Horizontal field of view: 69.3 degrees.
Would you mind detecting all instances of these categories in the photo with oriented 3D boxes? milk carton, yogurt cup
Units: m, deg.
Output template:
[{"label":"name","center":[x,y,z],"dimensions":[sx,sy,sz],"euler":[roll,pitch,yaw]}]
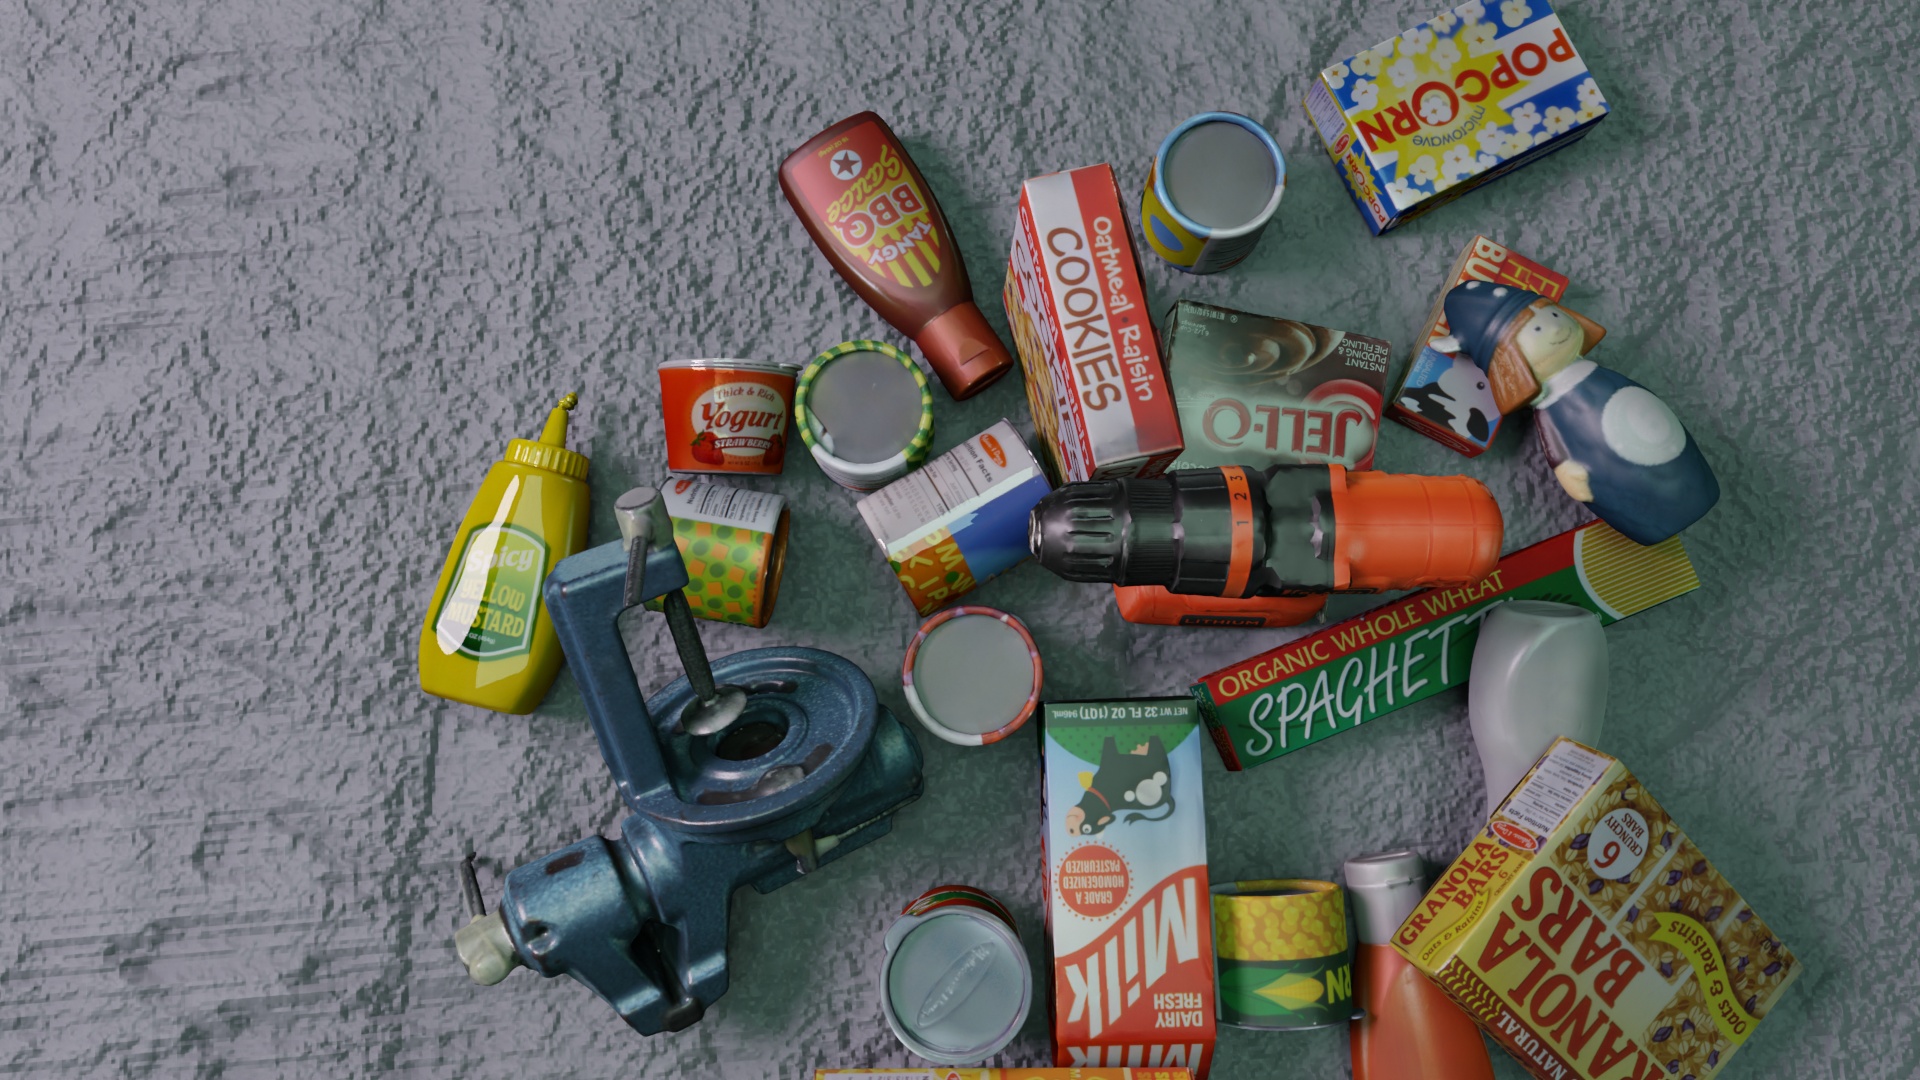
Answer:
[{"label":"milk carton","center":[0.075,0.169,0.645],"dimensions":[0.072,0.073,0.190],"euler":[-2,83,0]},{"label":"yogurt cup","center":[-0.114,-0.059,0.680],"dimensions":[0.072,0.072,0.054],"euler":[1,91,0]}]

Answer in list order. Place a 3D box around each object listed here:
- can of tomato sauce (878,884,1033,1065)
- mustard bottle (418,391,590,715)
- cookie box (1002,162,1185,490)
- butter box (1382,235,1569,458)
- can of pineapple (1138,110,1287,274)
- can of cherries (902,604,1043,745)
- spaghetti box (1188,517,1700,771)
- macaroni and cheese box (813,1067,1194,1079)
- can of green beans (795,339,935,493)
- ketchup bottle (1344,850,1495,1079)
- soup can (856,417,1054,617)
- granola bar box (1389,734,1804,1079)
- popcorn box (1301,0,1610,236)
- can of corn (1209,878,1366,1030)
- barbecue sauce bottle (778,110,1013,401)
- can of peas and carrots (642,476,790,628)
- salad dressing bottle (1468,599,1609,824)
[{"label":"can of tomato sauce","center":[-0.004,0.194,0.635],"dimensions":[0.071,0.083,0.071],"euler":[0,83,0]},{"label":"mustard bottle","center":[-0.214,0.002,0.677],"dimensions":[0.065,0.048,0.160],"euler":[13,83,-1]},{"label":"cookie box","center":[0.056,-0.081,0.631],"dimensions":[0.040,0.167,0.123],"euler":[-14,83,-3]},{"label":"butter box","center":[0.262,-0.099,0.707],"dimensions":[0.053,0.024,0.103],"euler":[28,83,3]},{"label":"can of pineapple","center":[0.125,-0.176,0.700],"dimensions":[0.071,0.058,0.071],"euler":[0,82,0]},{"label":"can of cherries","center":[0.007,0.062,0.666],"dimensions":[0.071,0.058,0.071],"euler":[0,83,0]},{"label":"spaghetti box","center":[0.238,0.047,0.685],"dimensions":[0.250,0.028,0.050],"euler":[-21,82,-4]},{"label":"macaroni and cheese box","center":[0.019,0.294,0.616],"dimensions":[0.166,0.040,0.123],"euler":[0,115,0]},{"label":"can of green beans","center":[-0.046,-0.060,0.682],"dimensions":[0.071,0.057,0.071],"euler":[0,82,-1]},{"label":"ketchup bottle","center":[0.213,0.224,0.653],"dimensions":[0.065,0.043,0.149],"euler":[-8,82,-4]},{"label":"soup can","center":[0.002,-0.008,0.674],"dimensions":[0.084,0.071,0.071],"euler":[-30,84,-3]},{"label":"granola bar box","center":[0.290,0.187,0.630],"dimensions":[0.165,0.039,0.124],"euler":[43,85,-19]},{"label":"popcorn box","center":[0.255,-0.225,0.717],"dimensions":[0.127,0.038,0.085],"euler":[-26,84,-4]},{"label":"can of corn","center":[0.149,0.191,0.645],"dimensions":[0.071,0.071,0.058],"euler":[-3,82,-1]},{"label":"barbecue sauce bottle","center":[-0.028,-0.140,0.701],"dimensions":[0.065,0.043,0.148],"euler":[-33,84,-6]},{"label":"can of peas and carrots","center":[-0.117,0.008,0.670],"dimensions":[0.059,0.071,0.071],"euler":[9,83,0]},{"label":"salad dressing bottle","center":[0.269,0.104,0.653],"dimensions":[0.064,0.044,0.147],"euler":[-2,100,-19]}]
